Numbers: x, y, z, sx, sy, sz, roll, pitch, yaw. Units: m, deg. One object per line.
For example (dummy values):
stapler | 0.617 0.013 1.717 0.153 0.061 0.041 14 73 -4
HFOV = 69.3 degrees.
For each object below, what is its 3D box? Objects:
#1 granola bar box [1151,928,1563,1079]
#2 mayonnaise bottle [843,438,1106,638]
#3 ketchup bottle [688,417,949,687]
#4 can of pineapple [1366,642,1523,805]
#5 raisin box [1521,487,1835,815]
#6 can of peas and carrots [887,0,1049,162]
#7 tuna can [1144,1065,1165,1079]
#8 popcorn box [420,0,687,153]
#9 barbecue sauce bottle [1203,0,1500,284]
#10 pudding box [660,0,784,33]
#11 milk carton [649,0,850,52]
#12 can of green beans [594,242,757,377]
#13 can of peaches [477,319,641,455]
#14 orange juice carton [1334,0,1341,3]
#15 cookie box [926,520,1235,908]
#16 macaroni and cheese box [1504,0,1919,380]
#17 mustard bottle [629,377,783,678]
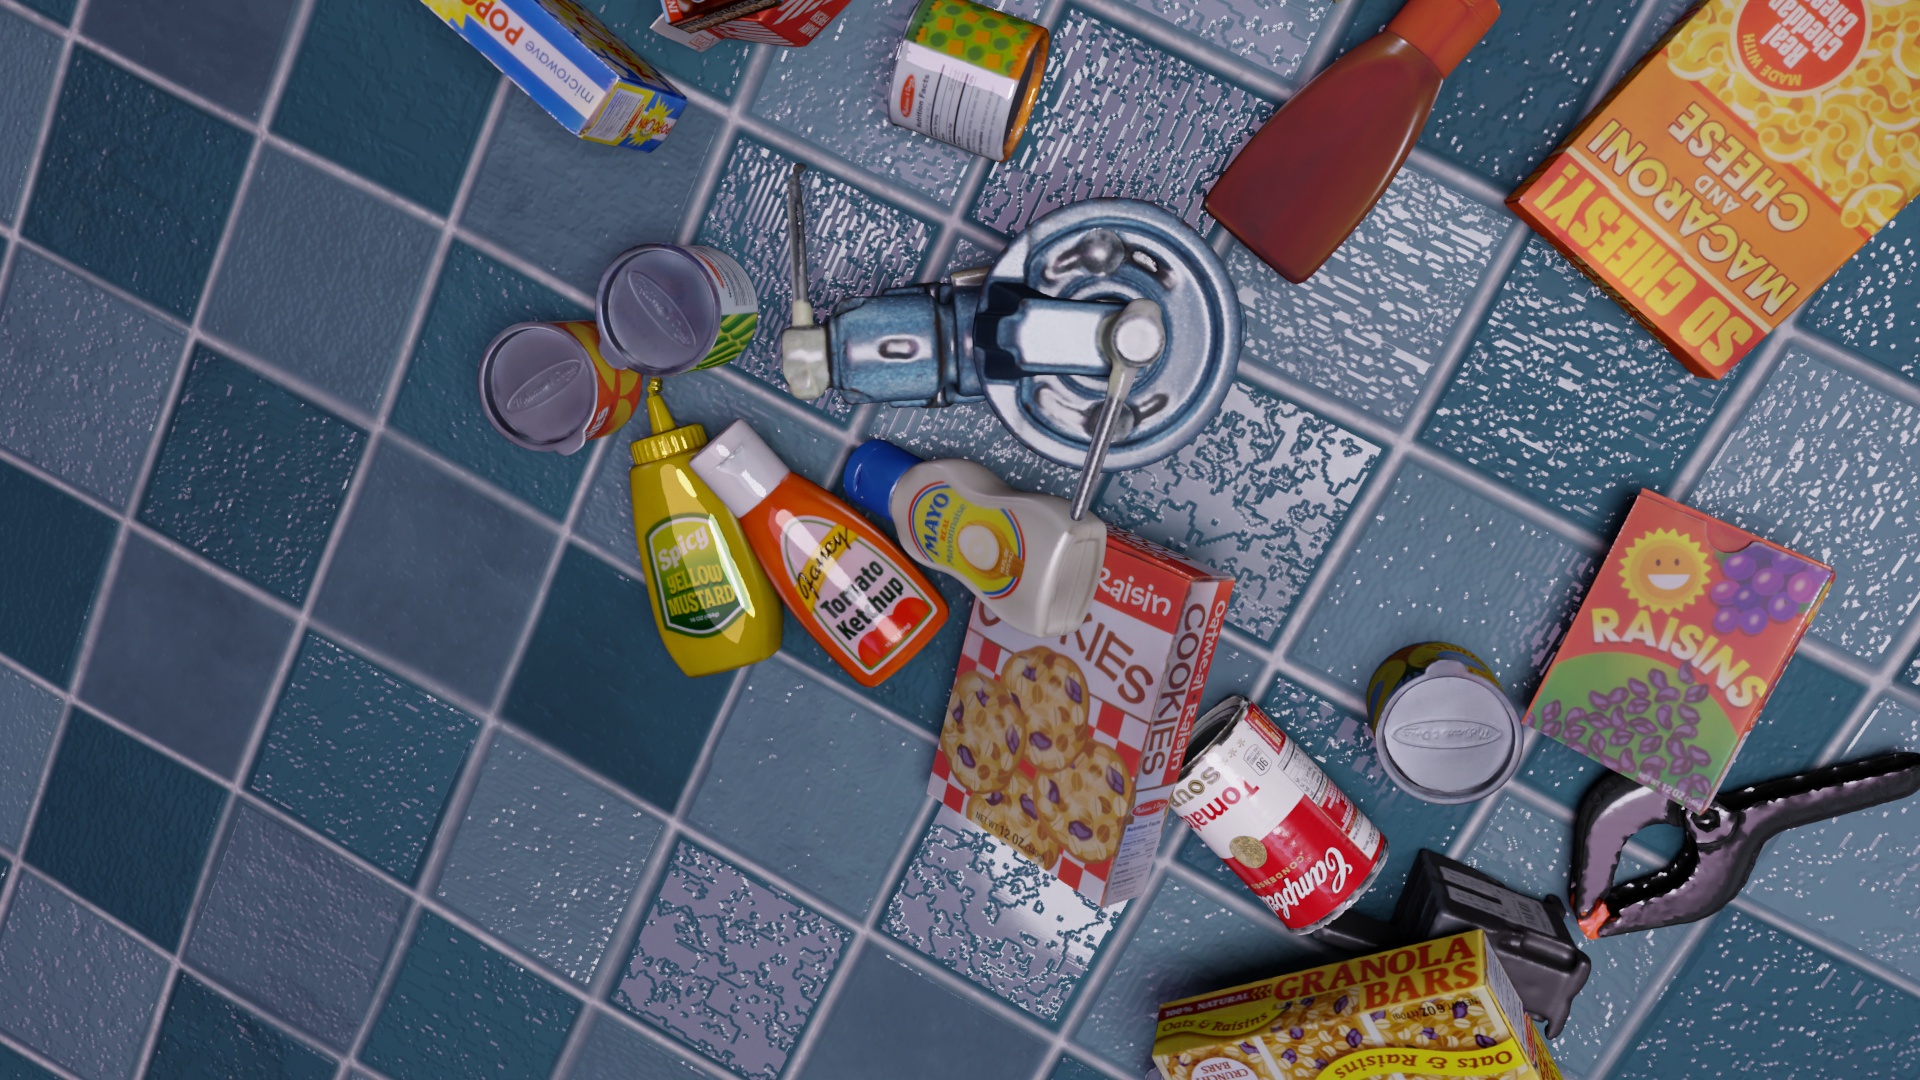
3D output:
granola bar box | 0.193 0.262 0.664 0.165 0.039 0.124 -23 109 25
mayonnaise bottle | 0.002 -0.008 0.676 0.148 0.041 0.064 29 114 39
ketchup bottle | -0.075 0.003 0.712 0.065 0.043 0.148 -43 102 -5
can of pineapple | 0.234 0.086 0.674 0.071 0.058 0.071 2 100 10
raisin box | 0.328 0.050 0.639 0.086 0.040 0.123 30 101 34
can of peas and carrots | 0.005 -0.222 0.662 0.059 0.071 0.070 22 104 6
tuna can | 0.135 0.283 0.741 0.071 0.033 0.071 2 101 11
popcorn box | -0.205 -0.249 0.686 0.127 0.085 0.038 42 106 1
barbecue sauce bottle | 0.183 -0.194 0.642 0.065 0.044 0.148 41 104 2
pudding box | -0.115 -0.275 0.617 0.049 0.030 0.083 -12 97 15
milk carton | -0.069 -0.304 0.657 0.190 0.072 0.073 -41 90 14
can of green beans | -0.144 -0.119 0.712 0.071 0.058 0.071 2 101 11
can of peaches | -0.208 -0.081 0.731 0.071 0.058 0.071 2 100 10
orange juice carton | 0.171 -0.281 0.552 0.071 0.193 0.073 -26 94 15
cookie box | 0.055 0.075 0.686 0.123 0.040 0.167 25 107 41
macaroni and cheese box | 0.350 -0.173 0.615 0.124 0.040 0.166 43 104 1
mustard bottle | -0.143 -0.009 0.735 0.065 0.049 0.160 -16 97 8
